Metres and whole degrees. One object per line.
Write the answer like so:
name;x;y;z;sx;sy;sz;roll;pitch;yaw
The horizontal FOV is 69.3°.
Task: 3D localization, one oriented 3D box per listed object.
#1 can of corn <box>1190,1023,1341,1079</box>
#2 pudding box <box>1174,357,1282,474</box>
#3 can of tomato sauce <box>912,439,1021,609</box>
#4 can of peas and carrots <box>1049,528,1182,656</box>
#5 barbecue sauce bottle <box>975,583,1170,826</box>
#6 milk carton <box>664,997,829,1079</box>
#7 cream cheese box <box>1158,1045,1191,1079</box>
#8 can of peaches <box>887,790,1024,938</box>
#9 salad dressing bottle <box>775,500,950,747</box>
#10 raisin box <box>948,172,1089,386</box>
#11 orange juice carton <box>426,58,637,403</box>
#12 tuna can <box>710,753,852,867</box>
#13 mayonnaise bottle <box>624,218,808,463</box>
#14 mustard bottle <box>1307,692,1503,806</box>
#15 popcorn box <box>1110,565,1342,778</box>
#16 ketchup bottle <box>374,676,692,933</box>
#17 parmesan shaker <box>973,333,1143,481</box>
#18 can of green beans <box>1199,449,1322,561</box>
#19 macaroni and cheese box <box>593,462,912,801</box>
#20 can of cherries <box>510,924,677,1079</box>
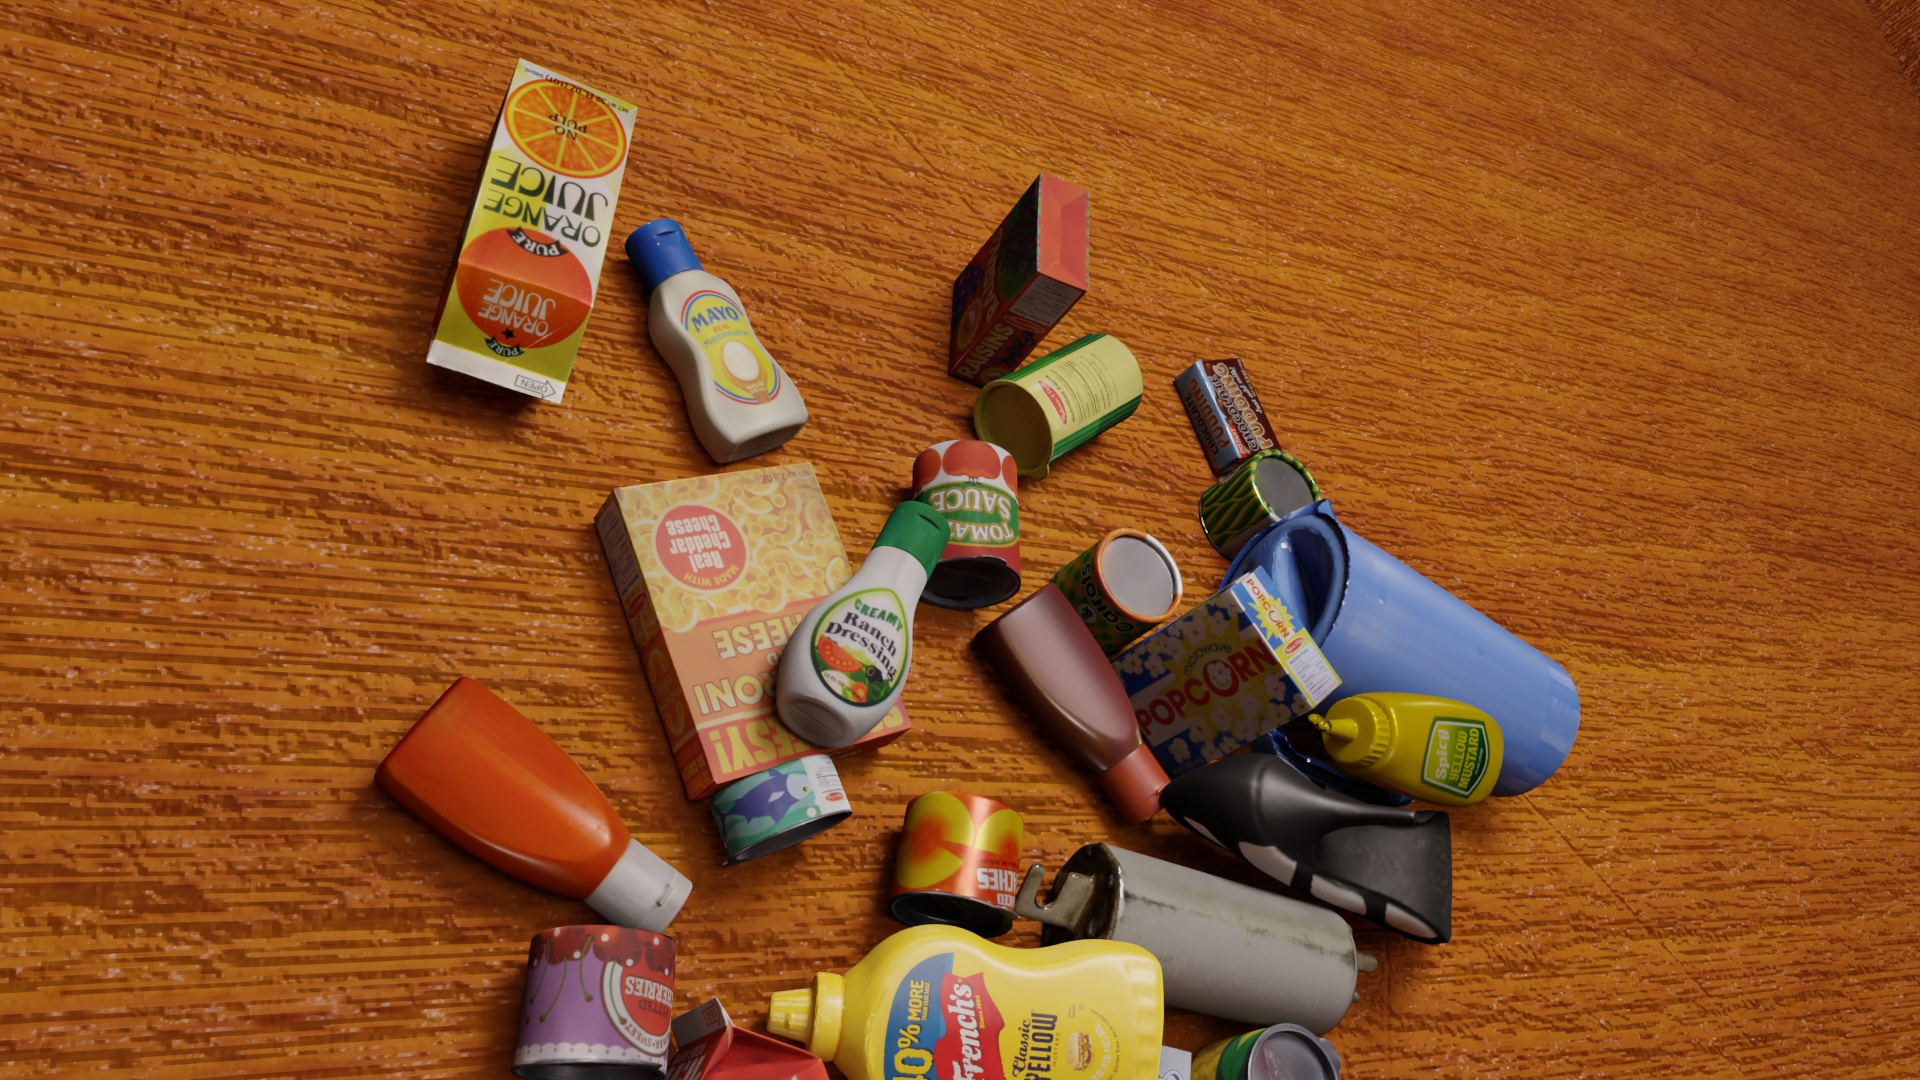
can of corn;0.170;0.307;0.775;0.071;0.058;0.071;15;57;-25
pudding box;0.199;-0.093;1.035;0.050;0.030;0.084;-8;69;-34
can of tomato sauce;0.003;-0.011;0.839;0.071;0.071;0.083;15;57;-25
can of peas and carrots;0.096;0.034;0.881;0.071;0.058;0.071;15;57;-25
barbecue sauce bottle;0.074;0.101;0.839;0.065;0.043;0.148;-31;84;-40
milk carton;-0.085;0.298;0.609;0.074;0.072;0.191;-13;72;-36
cream cheese box;0.075;0.293;0.746;0.104;0.024;0.053;20;57;-21
can of peaches;0.001;0.172;0.736;0.071;0.071;0.058;24;53;-20
salad dressing bottle;-0.048;0.040;0.743;0.064;0.043;0.148;35;49;-10
raisin box;0.038;-0.168;0.914;0.040;0.123;0.086;17;57;-23
orange juice carton;-0.239;-0.165;0.771;0.072;0.072;0.193;18;57;-24
tuna can;-0.093;0.136;0.701;0.071;0.070;0.033;-12;71;-36
mayonnaise bottle;-0.150;-0.120;0.822;0.065;0.041;0.148;-23;79;-37
mustard bottle;0.260;0.120;0.825;0.160;0.049;0.065;14;86;-36
popcorn box;0.156;0.083;0.847;0.038;0.126;0.085;-27;81;-44
ketchup bottle;-0.195;0.132;0.652;0.149;0.043;0.065;40;51;-8
parmesan shaker;0.068;-0.090;0.928;0.103;0.071;0.071;-31;83;-40
can of green beans;0.214;-0.024;0.988;0.071;0.057;0.071;15;57;-25
macaroni and cheese box;-0.112;0.045;0.755;0.124;0.040;0.167;-10;70;-36
can of cherries;-0.159;0.206;0.616;0.071;0.071;0.058;15;57;-25
